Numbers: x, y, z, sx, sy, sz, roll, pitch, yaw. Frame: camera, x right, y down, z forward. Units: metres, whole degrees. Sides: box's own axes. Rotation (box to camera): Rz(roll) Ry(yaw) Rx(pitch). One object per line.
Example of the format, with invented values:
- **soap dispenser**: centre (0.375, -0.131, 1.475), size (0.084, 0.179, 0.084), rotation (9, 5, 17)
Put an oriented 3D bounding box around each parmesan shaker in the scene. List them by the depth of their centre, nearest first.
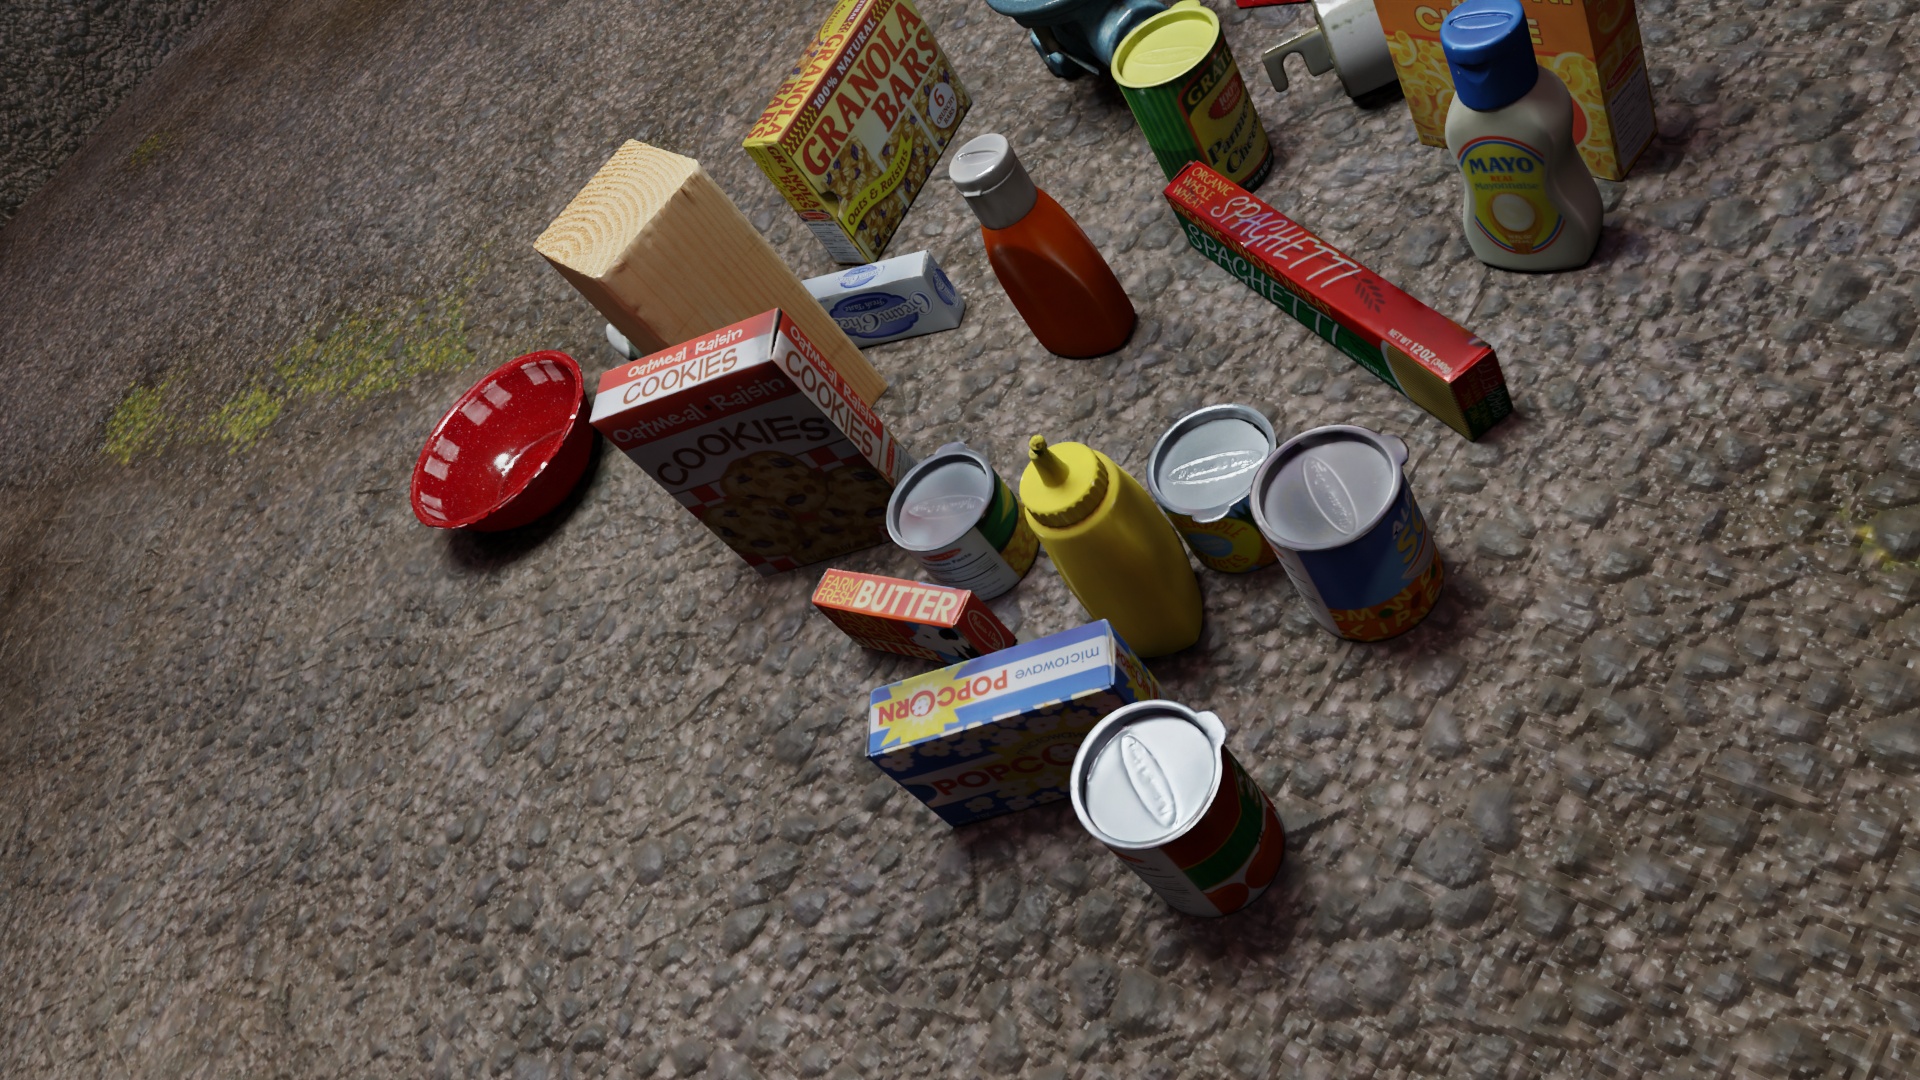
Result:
- **parmesan shaker**: centre (0.142, -0.259, 0.834), size (0.071, 0.102, 0.071), rotation (-18, 49, 22)

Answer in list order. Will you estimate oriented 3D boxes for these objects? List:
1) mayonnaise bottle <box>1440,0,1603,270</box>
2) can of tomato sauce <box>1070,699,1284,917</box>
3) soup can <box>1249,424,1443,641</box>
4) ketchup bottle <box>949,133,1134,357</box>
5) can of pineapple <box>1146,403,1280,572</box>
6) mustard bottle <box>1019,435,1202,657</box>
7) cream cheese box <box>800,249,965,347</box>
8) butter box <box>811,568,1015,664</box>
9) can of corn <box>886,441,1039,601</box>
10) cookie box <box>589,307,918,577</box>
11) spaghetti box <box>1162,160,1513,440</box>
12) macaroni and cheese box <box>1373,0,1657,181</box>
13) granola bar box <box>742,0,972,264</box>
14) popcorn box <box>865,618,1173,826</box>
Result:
- **mayonnaise bottle**: centre (0.265, -0.192, 0.668), size (0.065, 0.147, 0.041), rotation (11, 65, 39)
- **can of tomato sauce**: centre (0.096, 0.114, 0.594), size (0.071, 0.083, 0.071), rotation (-18, 49, 22)
- **soup can**: centre (0.179, -0.003, 0.627), size (0.071, 0.083, 0.072), rotation (-18, 49, 22)
- **ketchup bottle**: centre (0.044, -0.166, 0.796), size (0.064, 0.148, 0.044), rotation (5, 61, 37)
- **can of pineapple**: centre (0.133, -0.024, 0.692), size (0.071, 0.057, 0.071), rotation (-18, 49, 22)
- **mustard bottle**: centre (0.066, -0.004, 0.649), size (0.048, 0.159, 0.065), rotation (-19, 49, 21)
- **cream cheese box**: centre (-0.054, -0.158, 0.923), size (0.103, 0.053, 0.024), rotation (-7, 54, 30)
- **butter box**: centre (-0.027, 0.043, 0.752), size (0.103, 0.053, 0.024), rotation (7, 62, 37)
- **can of corn**: centre (0.003, -0.010, 0.769), size (0.071, 0.058, 0.071), rotation (-18, 49, 22)
- **cookie box**: centre (-0.109, -0.051, 0.798), size (0.123, 0.167, 0.040), rotation (-15, 50, 24)
- **spaghetti box**: centre (0.192, -0.136, 0.744), size (0.028, 0.050, 0.251), rotation (-40, 45, 1)
- **macaroni and cheese box**: centre (0.275, -0.265, 0.704), size (0.124, 0.166, 0.040), rotation (30, 77, 44)
- **granola bar box**: centre (-0.068, -0.299, 0.991), size (0.039, 0.124, 0.166), rotation (11, 64, 39)
- **popcorn box**: centre (0.031, 0.089, 0.655), size (0.126, 0.085, 0.038), rotation (-19, 49, 21)
